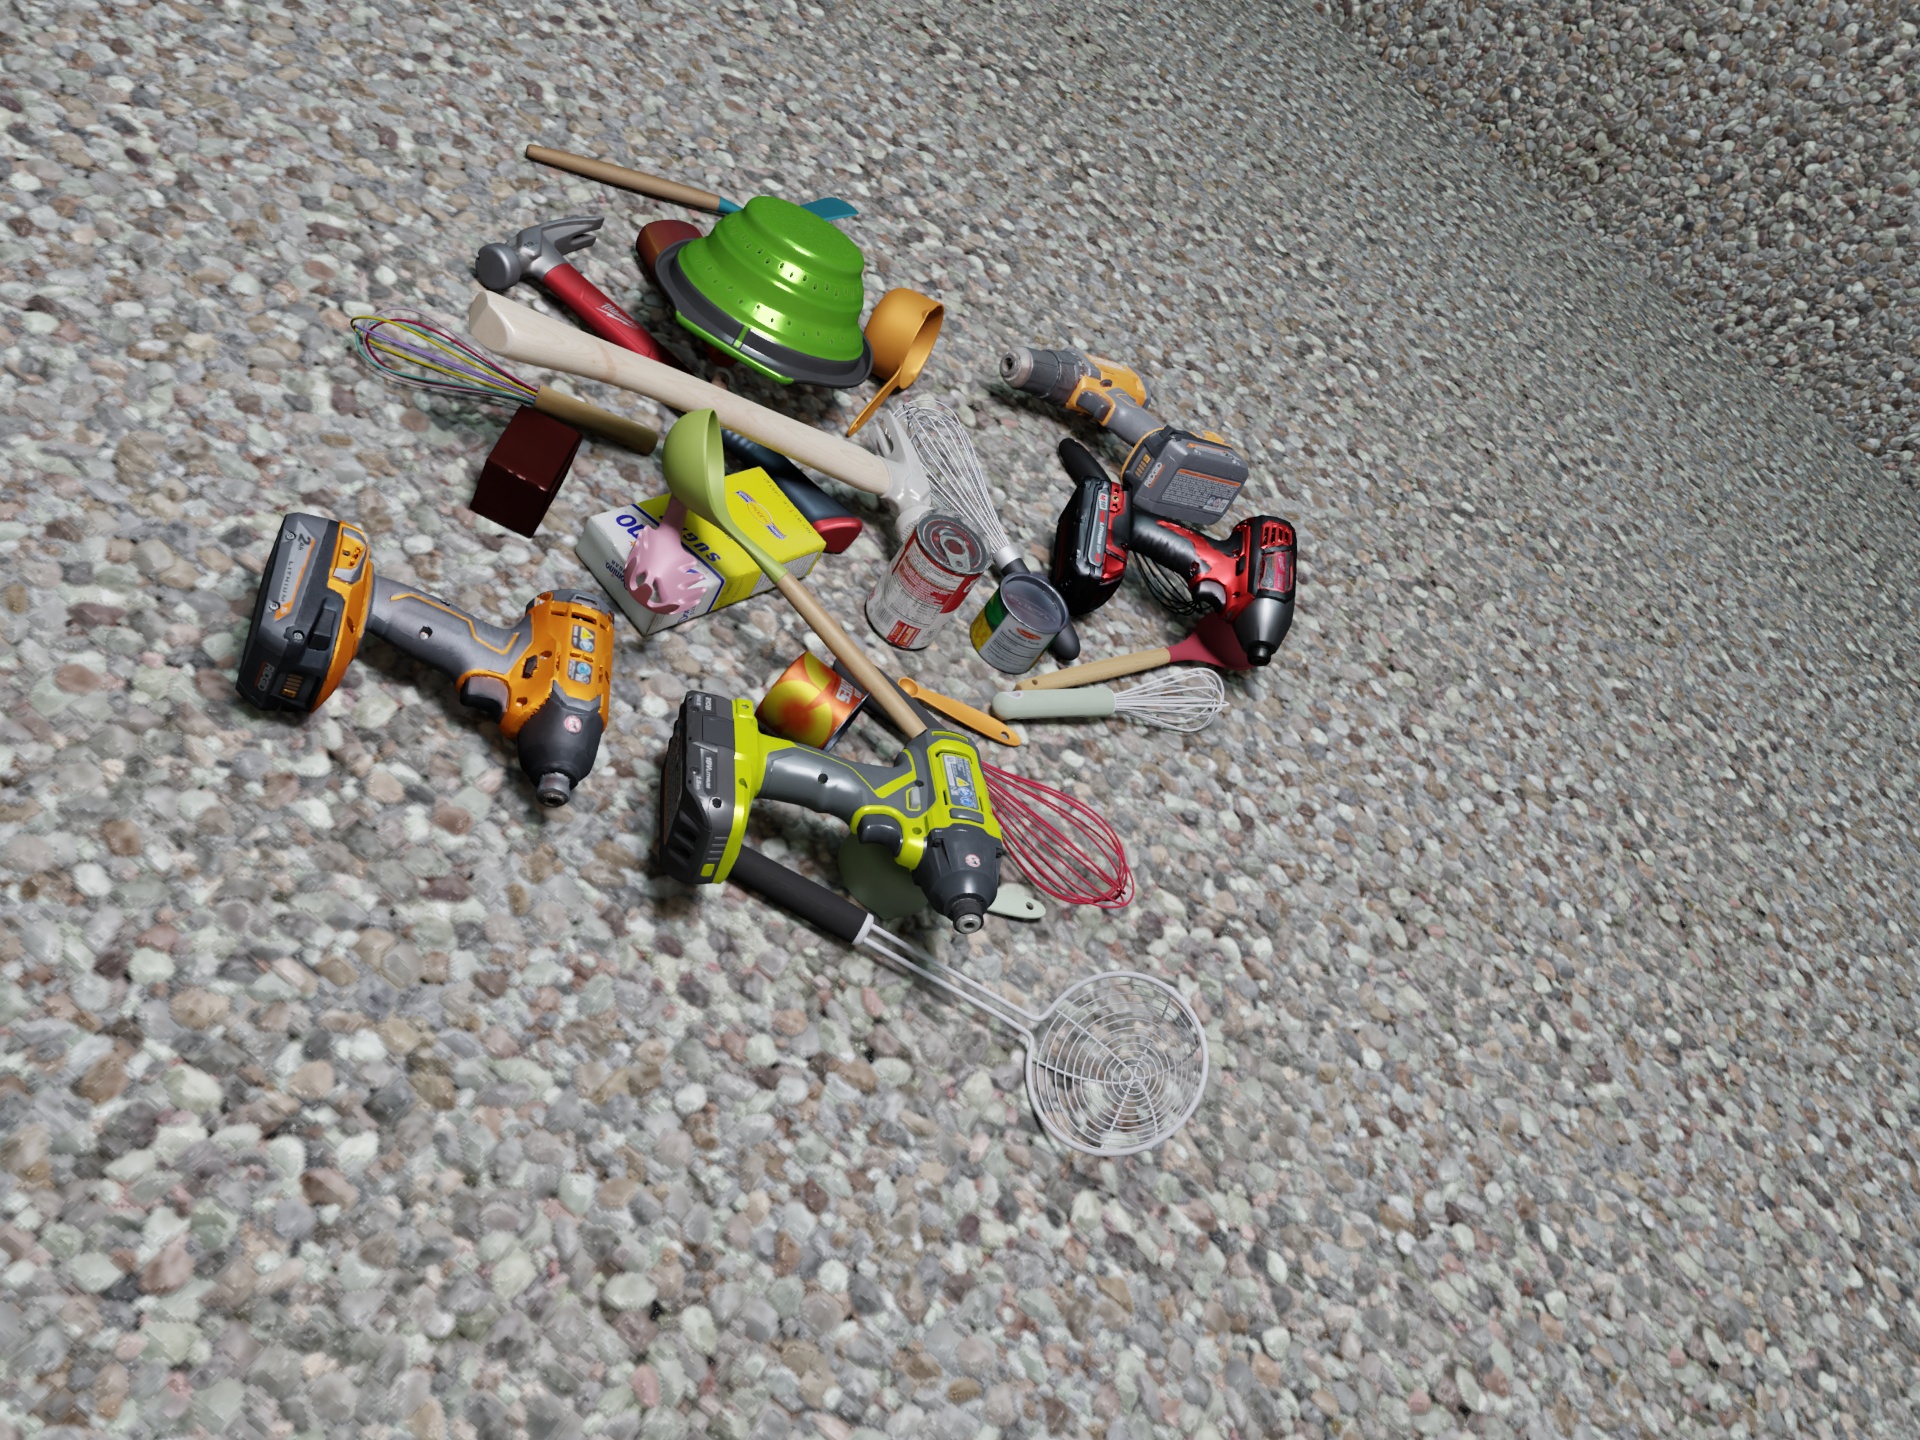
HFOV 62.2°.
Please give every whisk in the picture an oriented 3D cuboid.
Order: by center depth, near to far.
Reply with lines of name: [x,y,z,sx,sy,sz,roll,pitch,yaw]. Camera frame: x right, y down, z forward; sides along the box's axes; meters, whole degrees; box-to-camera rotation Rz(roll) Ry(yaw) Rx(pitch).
whisk: [0.016,0.043,1.220,0.296,0.073,0.073,39,41,10]
whisk: [-0.352,-0.261,1.241,0.244,0.047,0.051,19,44,-25]
whisk: [0.132,-0.015,1.361,0.246,0.059,0.058,-2,19,-31]
whisk: [0.022,-0.169,1.414,0.070,0.070,0.285,-21,72,-44]
whisk: [0.165,-0.190,1.534,0.055,0.055,0.239,-12,57,-41]

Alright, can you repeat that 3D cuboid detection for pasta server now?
pasta server: [-0.205,-0.183,1.211,0.060,0.040,0.316,36,36,-25]

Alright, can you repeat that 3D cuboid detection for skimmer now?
skimmer: [-0.008,0.167,1.066,0.363,0.090,0.127,30,75,-6]

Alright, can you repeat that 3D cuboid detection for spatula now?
spatula: [-0.256,-0.515,1.529,0.317,0.044,0.082,7,25,-28]

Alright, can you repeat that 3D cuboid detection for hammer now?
hammer: [-0.190,-0.251,1.251,0.410,0.038,0.146,17,40,-40]
hammer: [-0.226,-0.287,1.354,0.386,0.038,0.143,42,40,4]

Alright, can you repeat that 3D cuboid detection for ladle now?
ladle: [-0.105,-0.093,1.169,0.320,0.062,0.078,49,8,-8]
ladle: [0.167,-0.054,1.430,0.315,0.031,0.069,-13,61,-39]

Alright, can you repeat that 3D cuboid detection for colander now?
colander: [-0.138,-0.417,1.426,0.204,0.094,0.397,30,28,-7]

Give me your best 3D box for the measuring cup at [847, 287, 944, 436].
measuring cup: [-0.078,-0.332,1.478,0.052,0.095,0.174,30,61,7]

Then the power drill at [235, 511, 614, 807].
power drill: [-0.335,-0.033,1.025,0.226,0.084,0.164,17,46,-27]

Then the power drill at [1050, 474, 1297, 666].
power drill: [0.197,-0.131,1.430,0.219,0.078,0.143,12,65,-9]

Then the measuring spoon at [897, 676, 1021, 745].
measuring spoon: [-0.002,-0.004,1.283,0.116,0.011,0.021,26,44,-19]

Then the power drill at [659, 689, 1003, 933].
power drill: [-0.083,0.063,1.065,0.223,0.080,0.171,11,37,-18]

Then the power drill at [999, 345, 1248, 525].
power drill: [0.153,-0.290,1.554,0.185,0.084,0.226,4,37,-43]

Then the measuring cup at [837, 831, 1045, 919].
measuring cup: [-0.006,0.112,1.153,0.167,0.038,0.083,17,46,-19]
